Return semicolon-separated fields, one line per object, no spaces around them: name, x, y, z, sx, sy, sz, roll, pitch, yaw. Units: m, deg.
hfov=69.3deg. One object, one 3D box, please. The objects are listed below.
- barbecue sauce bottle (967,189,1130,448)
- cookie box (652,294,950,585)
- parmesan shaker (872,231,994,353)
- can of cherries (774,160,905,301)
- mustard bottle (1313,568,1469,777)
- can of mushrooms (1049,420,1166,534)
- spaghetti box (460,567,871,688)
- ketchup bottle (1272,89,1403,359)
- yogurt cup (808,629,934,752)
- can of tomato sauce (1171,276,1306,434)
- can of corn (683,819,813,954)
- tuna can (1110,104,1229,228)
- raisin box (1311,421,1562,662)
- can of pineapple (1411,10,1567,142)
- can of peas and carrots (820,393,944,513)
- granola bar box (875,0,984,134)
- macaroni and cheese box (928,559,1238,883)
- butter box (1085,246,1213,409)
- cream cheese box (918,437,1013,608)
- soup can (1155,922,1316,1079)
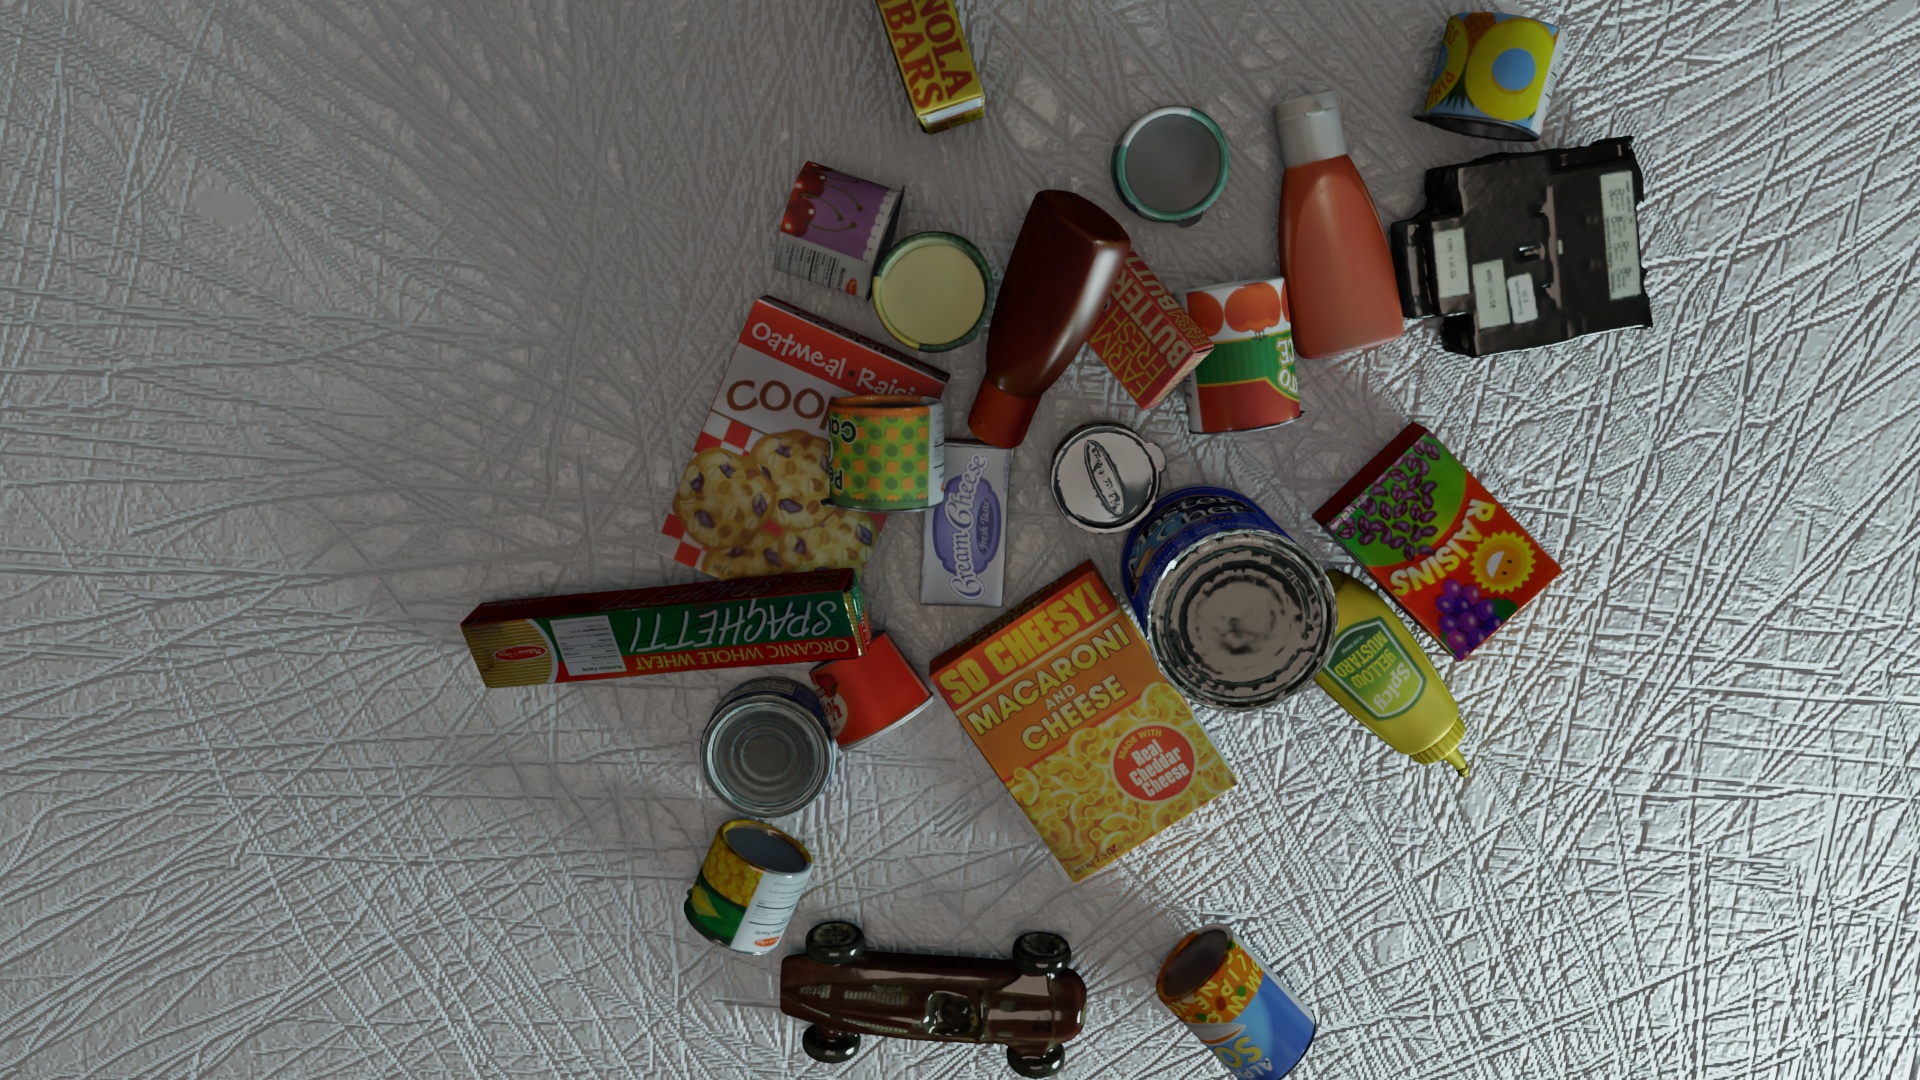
barbecue sauce bottle;0.044;-0.123;0.800;0.044;0.065;0.147;-8;134;-38
cookie box;-0.096;-0.048;0.842;0.123;0.040;0.167;24;102;-4
parmesan shaker;-0.012;-0.140;0.790;0.071;0.103;0.071;0;102;0
can of cherries;-0.070;-0.181;0.803;0.058;0.071;0.071;18;101;-2
mustard bottle;0.268;0.091;0.862;0.065;0.049;0.160;-43;98;10
can of mushrooms;0.090;-0.040;0.845;0.071;0.033;0.071;0;101;1
spaghetti box;-0.178;0.054;0.842;0.250;0.029;0.050;-6;118;12
ketchup bottle;0.214;-0.184;0.810;0.065;0.043;0.148;-13;101;2
yogurt cup;-0.058;0.091;0.858;0.072;0.072;0.054;-29;92;6
can of tomato sauce;0.163;-0.109;0.814;0.071;0.071;0.083;-9;101;2
can of corn;-0.136;0.218;0.884;0.071;0.071;0.058;24;100;-4
tuna can;0.123;-0.217;0.809;0.071;0.033;0.071;0;101;1
raisin box;0.290;0.001;0.850;0.123;0.040;0.086;44;98;-7
can of pineapple;0.299;-0.261;0.783;0.071;0.071;0.057;12;101;-2
can of peas and carrots;-0.044;-0.050;0.784;0.071;0.071;0.058;1;103;0
granola bar box;-0.031;-0.307;0.745;0.039;0.124;0.165;-18;101;5
macaroni and cheese box;0.076;0.114;0.873;0.123;0.040;0.166;-33;100;7
butter box;0.095;-0.130;0.802;0.103;0.024;0.053;53;130;16
cream cheese box;0.003;-0.011;0.856;0.053;0.024;0.103;3;101;0
soup can;0.175;0.301;0.896;0.071;0.071;0.083;-43;98;8
